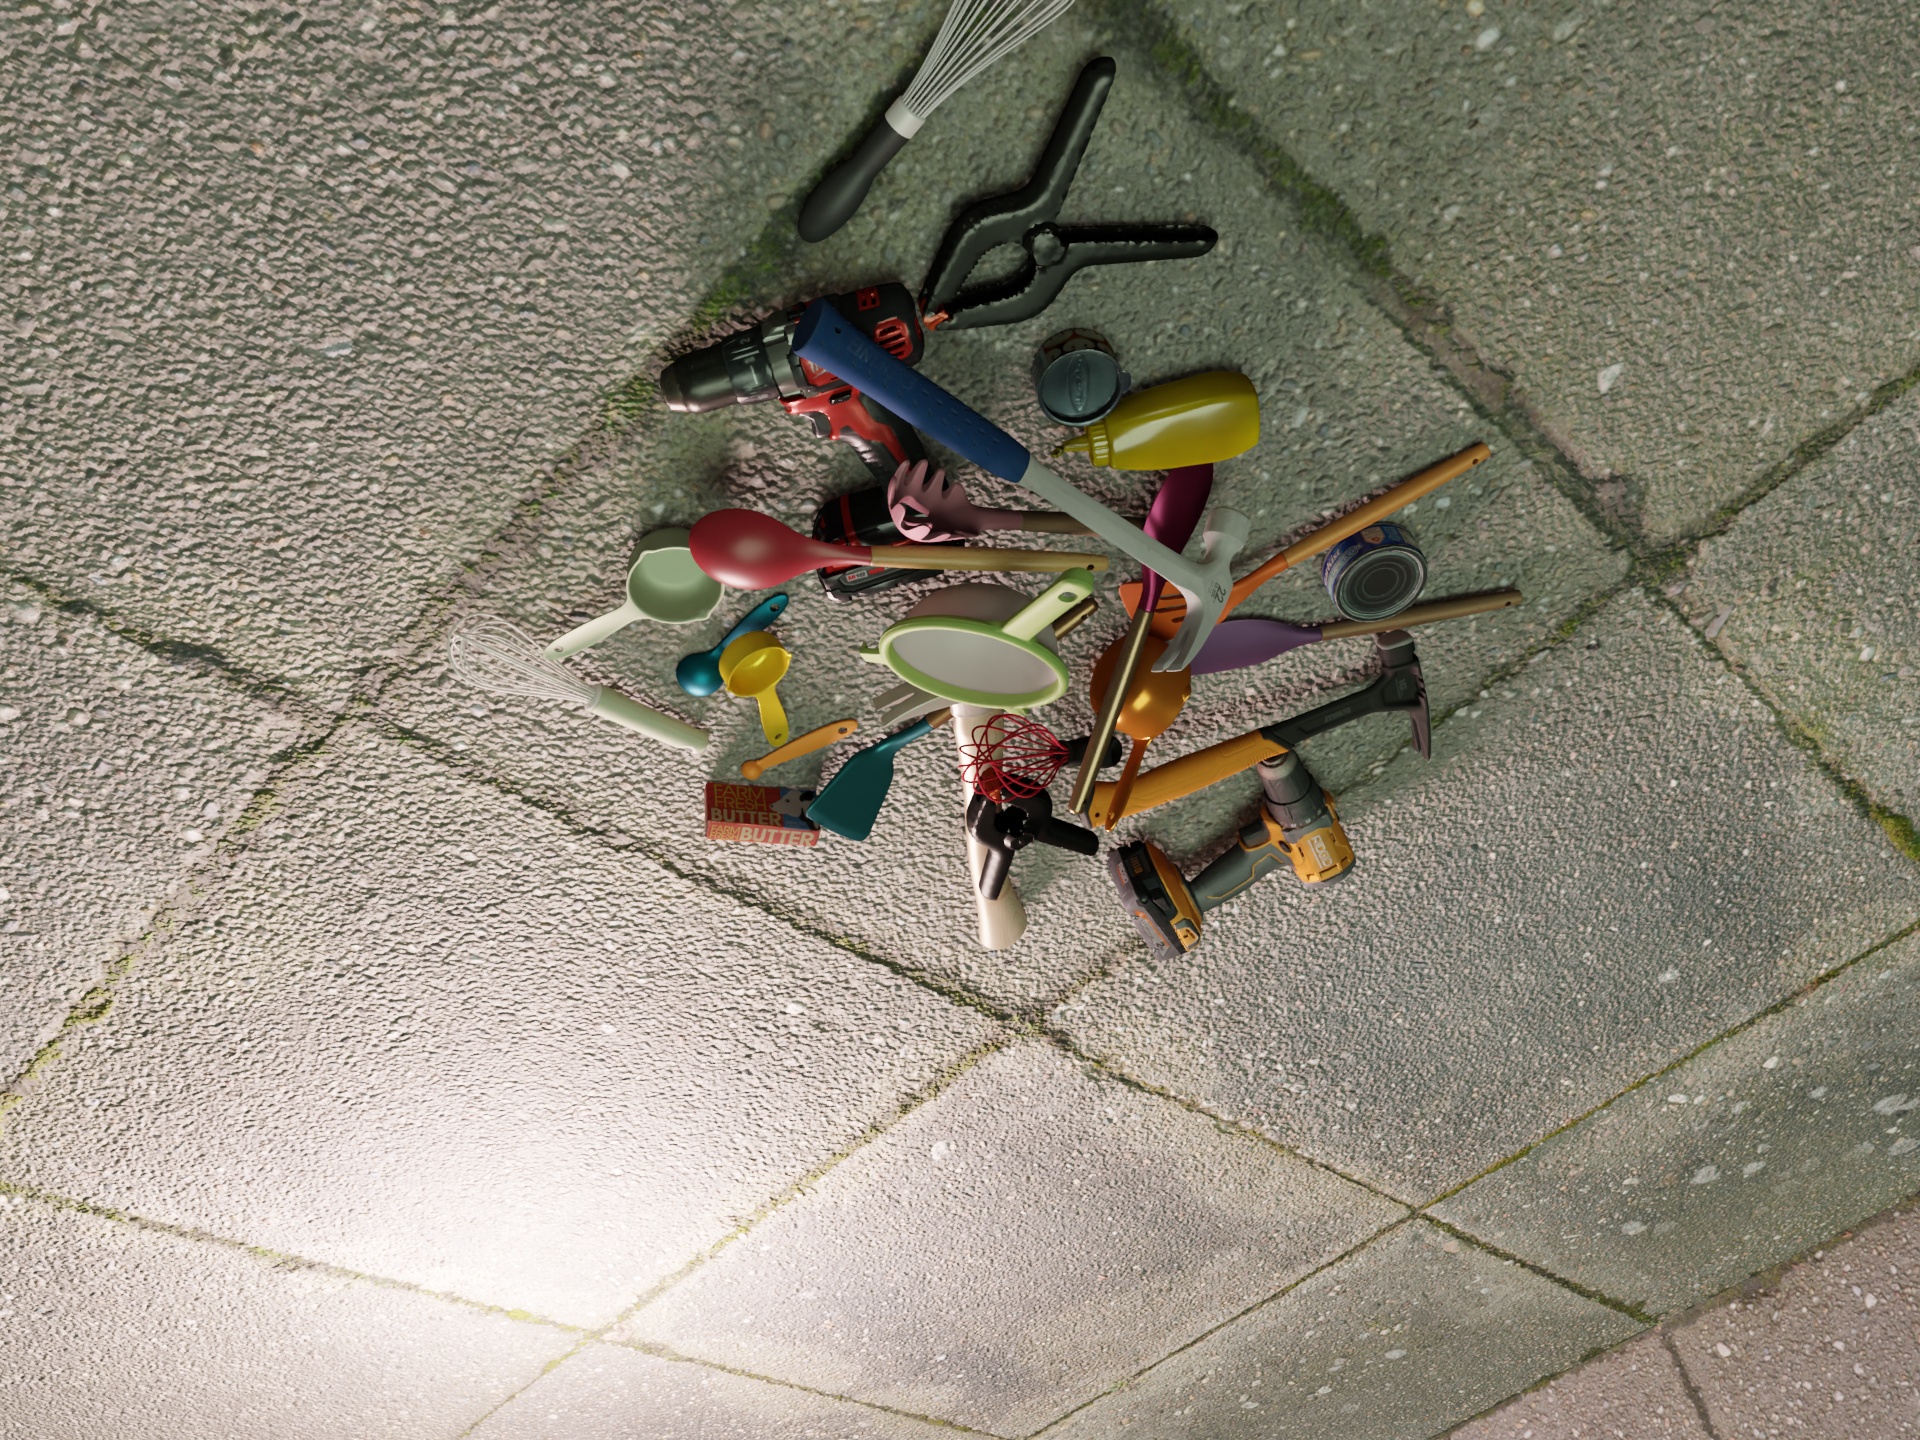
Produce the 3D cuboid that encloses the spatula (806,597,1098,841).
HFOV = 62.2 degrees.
[{"bbox_3d":[-0.002,-0.004,1.399,0.317,0.044,0.082,-37,139,20],"label":"spatula"}]

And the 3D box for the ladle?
[{"bbox_3d":[-0.042,-0.121,1.182,0.315,0.031,0.069,0,131,-12],"label":"ladle"}]

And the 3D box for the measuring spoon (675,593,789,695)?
[{"bbox_3d":[-0.187,-0.060,1.320,0.128,0.021,0.042,-39,129,23],"label":"measuring spoon"}]

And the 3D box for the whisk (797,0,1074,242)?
[{"bbox_3d":[-0.014,-0.407,1.008,0.070,0.070,0.284,27,128,-32],"label":"whisk"}]

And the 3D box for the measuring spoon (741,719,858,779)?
[{"bbox_3d":[-0.143,0.027,1.420,0.117,0.011,0.021,-24,133,10],"label":"measuring spoon"}]

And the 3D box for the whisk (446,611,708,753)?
[{"bbox_3d":[-0.311,-0.023,1.317,0.246,0.059,0.058,26,164,-36],"label":"whisk"}]

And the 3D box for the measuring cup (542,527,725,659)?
[{"bbox_3d":[-0.263,-0.097,1.260,0.167,0.038,0.083,-26,133,16],"label":"measuring cup"}]

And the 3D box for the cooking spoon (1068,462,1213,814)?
[{"bbox_3d":[0.145,-0.067,1.306,0.068,0.017,0.318,0,115,-47],"label":"cooking spoon"}]

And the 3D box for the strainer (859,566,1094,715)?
[{"bbox_3d":[0.037,-0.083,1.199,0.151,0.069,0.256,20,156,-18],"label":"strainer"}]

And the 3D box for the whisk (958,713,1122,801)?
[{"bbox_3d":[0.077,0.029,1.353,0.073,0.073,0.295,-38,164,22],"label":"whisk"}]

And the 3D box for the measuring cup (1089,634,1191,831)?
[{"bbox_3d":[0.138,0.007,1.368,0.052,0.095,0.174,25,78,-27],"label":"measuring cup"}]

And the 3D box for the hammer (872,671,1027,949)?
[{"bbox_3d":[0.013,0.094,1.472,0.146,0.038,0.410,-17,140,-9],"label":"hammer"}]

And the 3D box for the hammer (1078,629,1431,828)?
[{"bbox_3d":[0.266,0.032,1.448,0.337,0.034,0.127,-20,115,-2],"label":"hammer"}]

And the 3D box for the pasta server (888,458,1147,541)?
[{"bbox_3d":[0.068,-0.155,1.211,0.316,0.060,0.040,-2,158,-39],"label":"pasta server"}]

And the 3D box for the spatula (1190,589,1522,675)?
[{"bbox_3d":[0.345,-0.084,1.416,0.316,0.018,0.059,-10,135,-2],"label":"spatula"}]

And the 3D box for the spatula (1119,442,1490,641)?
[{"bbox_3d":[0.291,-0.153,1.338,0.322,0.041,0.080,-29,133,9],"label":"spatula"}]

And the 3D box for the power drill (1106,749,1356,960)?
[{"bbox_3d":[0.261,0.126,1.558,0.226,0.084,0.185,-27,131,8],"label":"power drill"}]

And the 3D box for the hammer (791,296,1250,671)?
[{"bbox_3d":[0.050,-0.172,1.143,0.405,0.144,0.035,28,164,-31],"label":"hammer"}]

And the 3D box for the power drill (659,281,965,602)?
[{"bbox_3d":[-0.101,-0.200,1.171,0.188,0.080,0.226,-16,131,2],"label":"power drill"}]

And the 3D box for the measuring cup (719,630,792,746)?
[{"bbox_3d":[-0.169,-0.024,1.353,0.062,0.029,0.156,-29,153,-13],"label":"measuring cup"}]
